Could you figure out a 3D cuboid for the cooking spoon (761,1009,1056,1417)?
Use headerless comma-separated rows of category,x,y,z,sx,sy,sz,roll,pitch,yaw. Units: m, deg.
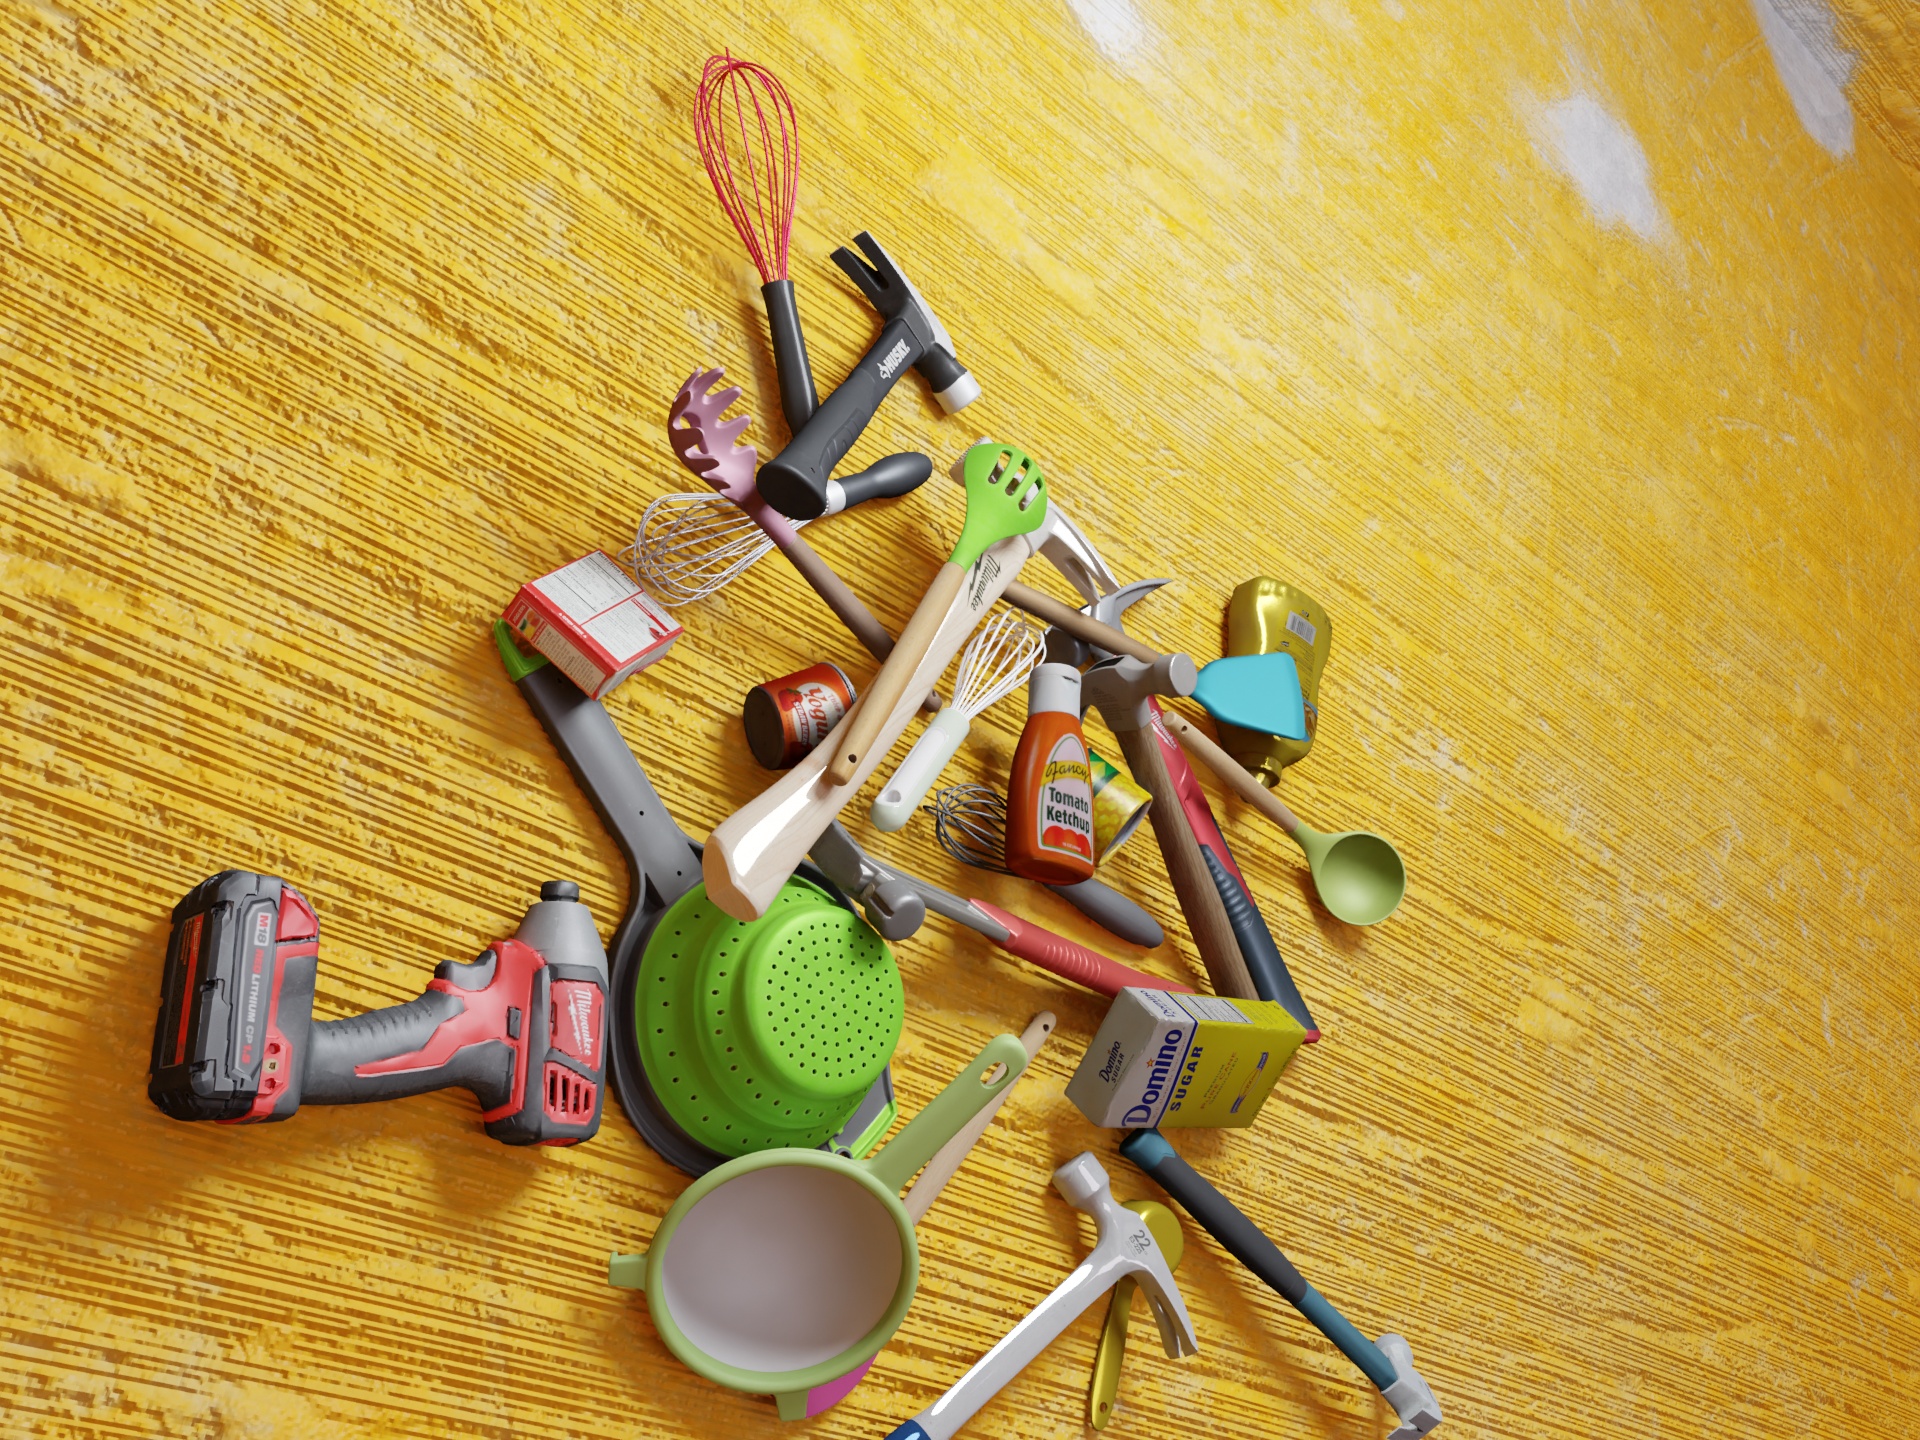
cooking spoon,-0.022,0.299,1.013,0.068,0.017,0.319,49,52,-8

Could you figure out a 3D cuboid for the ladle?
ladle,0.255,0.074,1.246,0.319,0.062,0.078,37,82,-40

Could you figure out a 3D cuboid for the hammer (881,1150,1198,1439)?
hammer,-0.011,0.428,0.955,0.405,0.035,0.144,-29,78,-39

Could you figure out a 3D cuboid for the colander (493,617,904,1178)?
colander,-0.142,0.099,0.927,0.204,0.094,0.397,-37,101,-40

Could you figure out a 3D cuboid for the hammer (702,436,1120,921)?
hammer,-0.028,-0.021,1.005,0.146,0.038,0.411,45,49,-11

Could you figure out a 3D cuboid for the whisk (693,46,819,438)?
whisk,-0.130,-0.318,1.095,0.073,0.073,0.296,-11,89,-41

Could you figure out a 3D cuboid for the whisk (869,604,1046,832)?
whisk,-0.002,-0.003,1.081,0.246,0.058,0.059,-55,150,-48

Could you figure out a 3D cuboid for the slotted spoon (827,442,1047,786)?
slotted spoon,-0.011,-0.076,1.003,0.070,0.031,0.314,39,52,-14

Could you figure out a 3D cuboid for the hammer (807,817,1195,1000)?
hammer,0.038,0.143,1.073,0.358,0.149,0.036,29,98,-40

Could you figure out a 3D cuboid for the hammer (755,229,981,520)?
hammer,-0.069,-0.218,1.046,0.146,0.035,0.335,54,28,-18

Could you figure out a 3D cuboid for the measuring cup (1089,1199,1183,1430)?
measuring cup,0.118,0.404,1.086,0.062,0.029,0.157,36,54,-26

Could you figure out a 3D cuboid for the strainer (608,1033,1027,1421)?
strainer,-0.064,0.260,0.898,0.256,0.069,0.151,-44,107,1

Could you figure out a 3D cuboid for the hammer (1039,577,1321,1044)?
hammer,0.194,0.076,1.249,0.143,0.038,0.386,-31,97,-42

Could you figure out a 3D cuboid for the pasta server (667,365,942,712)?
pasta server,-0.089,-0.100,1.010,0.315,0.040,0.060,49,39,-42

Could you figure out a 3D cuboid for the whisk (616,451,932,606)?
whisk,-0.112,-0.140,1.059,0.284,0.070,0.070,-28,95,-46

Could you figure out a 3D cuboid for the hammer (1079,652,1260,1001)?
hammer,0.164,0.105,1.180,0.031,0.130,0.331,-37,111,-40

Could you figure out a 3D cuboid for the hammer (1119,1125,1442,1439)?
hammer,0.234,0.403,1.153,0.331,0.033,0.128,45,8,-12

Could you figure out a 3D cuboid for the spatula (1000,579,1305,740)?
spatula,0.133,-0.060,1.185,0.317,0.044,0.082,22,52,-33

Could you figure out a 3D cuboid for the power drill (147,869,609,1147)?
power drill,-0.282,0.142,0.815,0.219,0.078,0.143,14,68,-39

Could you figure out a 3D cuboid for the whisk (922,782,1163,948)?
whisk,0.065,0.110,1.130,0.238,0.055,0.055,34,57,-33
